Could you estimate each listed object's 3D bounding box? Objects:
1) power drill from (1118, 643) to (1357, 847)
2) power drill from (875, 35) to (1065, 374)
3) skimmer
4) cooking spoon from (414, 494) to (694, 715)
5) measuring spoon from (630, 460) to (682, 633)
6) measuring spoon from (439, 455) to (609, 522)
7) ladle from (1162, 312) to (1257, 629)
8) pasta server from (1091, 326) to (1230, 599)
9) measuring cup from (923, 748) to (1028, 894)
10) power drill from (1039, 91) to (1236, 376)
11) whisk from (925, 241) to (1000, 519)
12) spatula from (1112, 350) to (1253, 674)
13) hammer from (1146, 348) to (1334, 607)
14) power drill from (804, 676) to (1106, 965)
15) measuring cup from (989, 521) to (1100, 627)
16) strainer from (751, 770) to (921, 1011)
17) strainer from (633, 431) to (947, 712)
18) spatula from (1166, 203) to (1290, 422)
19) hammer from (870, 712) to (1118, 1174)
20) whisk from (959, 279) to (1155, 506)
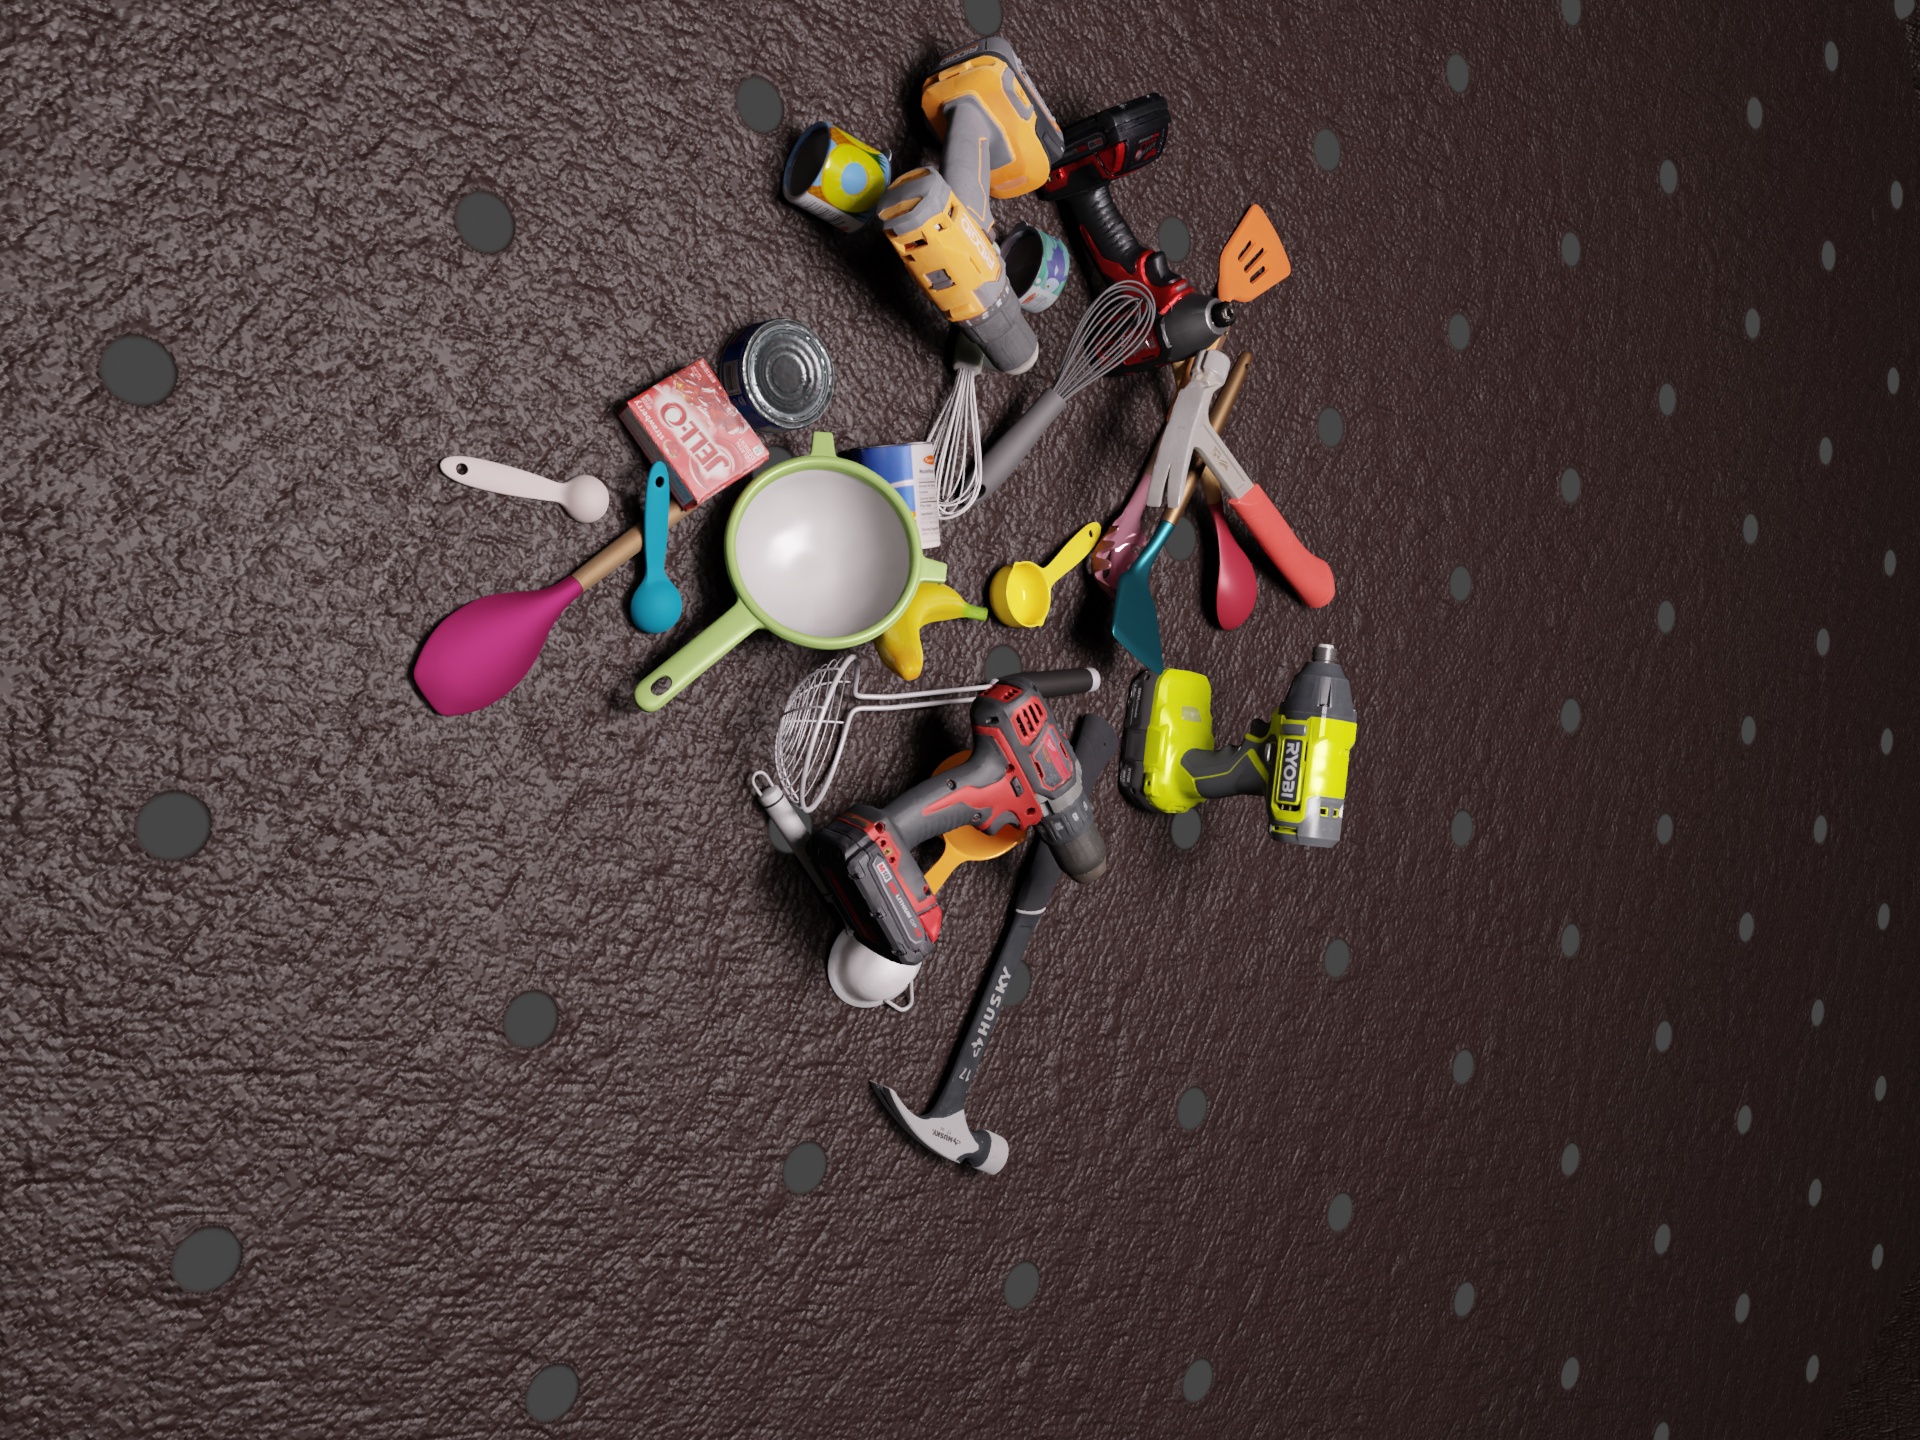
[{"bbox_3d":[0.251,0.016,1.420,0.080,0.223,0.171,8,88,-38],"label":"power drill"},{"bbox_3d":[0.021,-0.404,1.265,0.185,0.084,0.226,47,46,-42],"label":"power drill"},{"bbox_3d":[-0.002,-0.004,1.308,0.363,0.090,0.127,-8,122,-39],"label":"skimmer"},{"bbox_3d":[-0.258,-0.113,1.147,0.319,0.017,0.068,-44,120,-27],"label":"cooking spoon"},{"bbox_3d":[-0.216,-0.123,1.156,0.042,0.021,0.128,-15,118,-45],"label":"measuring spoon"},{"bbox_3d":[-0.301,-0.165,1.111,0.124,0.018,0.034,9,87,-37],"label":"measuring spoon"},{"bbox_3d":[0.232,-0.230,1.488,0.069,0.031,0.315,-40,120,-43],"label":"ladle"},{"bbox_3d":[0.192,-0.247,1.478,0.060,0.040,0.316,43,66,-42],"label":"pasta server"},{"bbox_3d":[-0.014,0.100,1.338,0.095,0.052,0.173,39,91,-33],"label":"measuring cup"},{"bbox_3d":[0.152,-0.412,1.370,0.078,0.143,0.219,-34,111,-37],"label":"power drill"},{"bbox_3d":[0.003,-0.286,1.327,0.057,0.059,0.246,35,63,-71],"label":"whisk"},{"bbox_3d":[0.206,-0.197,1.432,0.082,0.044,0.317,35,75,-41],"label":"spatula"},{"bbox_3d":[0.273,-0.185,1.475,0.358,0.037,0.149,37,67,-52],"label":"hammer"},{"bbox_3d":[0.011,0.097,1.262,0.227,0.080,0.187,-37,115,-22],"label":"power drill"},{"bbox_3d":[0.076,-0.135,1.408,0.156,0.029,0.062,-45,119,-40],"label":"measuring cup"},{"bbox_3d":[-0.098,0.145,1.277,0.087,0.050,0.258,-37,111,-14],"label":"strainer"},{"bbox_3d":[-0.146,-0.088,1.205,0.256,0.069,0.151,-42,91,-16],"label":"strainer"},{"bbox_3d":[0.243,-0.368,1.473,0.081,0.041,0.323,54,41,-27],"label":"spatula"},{"bbox_3d":[0.049,0.182,1.395,0.149,0.036,0.409,32,73,-34],"label":"hammer"},{"bbox_3d":[0.078,-0.275,1.345,0.239,0.055,0.055,-50,122,1],"label":"whisk"}]
